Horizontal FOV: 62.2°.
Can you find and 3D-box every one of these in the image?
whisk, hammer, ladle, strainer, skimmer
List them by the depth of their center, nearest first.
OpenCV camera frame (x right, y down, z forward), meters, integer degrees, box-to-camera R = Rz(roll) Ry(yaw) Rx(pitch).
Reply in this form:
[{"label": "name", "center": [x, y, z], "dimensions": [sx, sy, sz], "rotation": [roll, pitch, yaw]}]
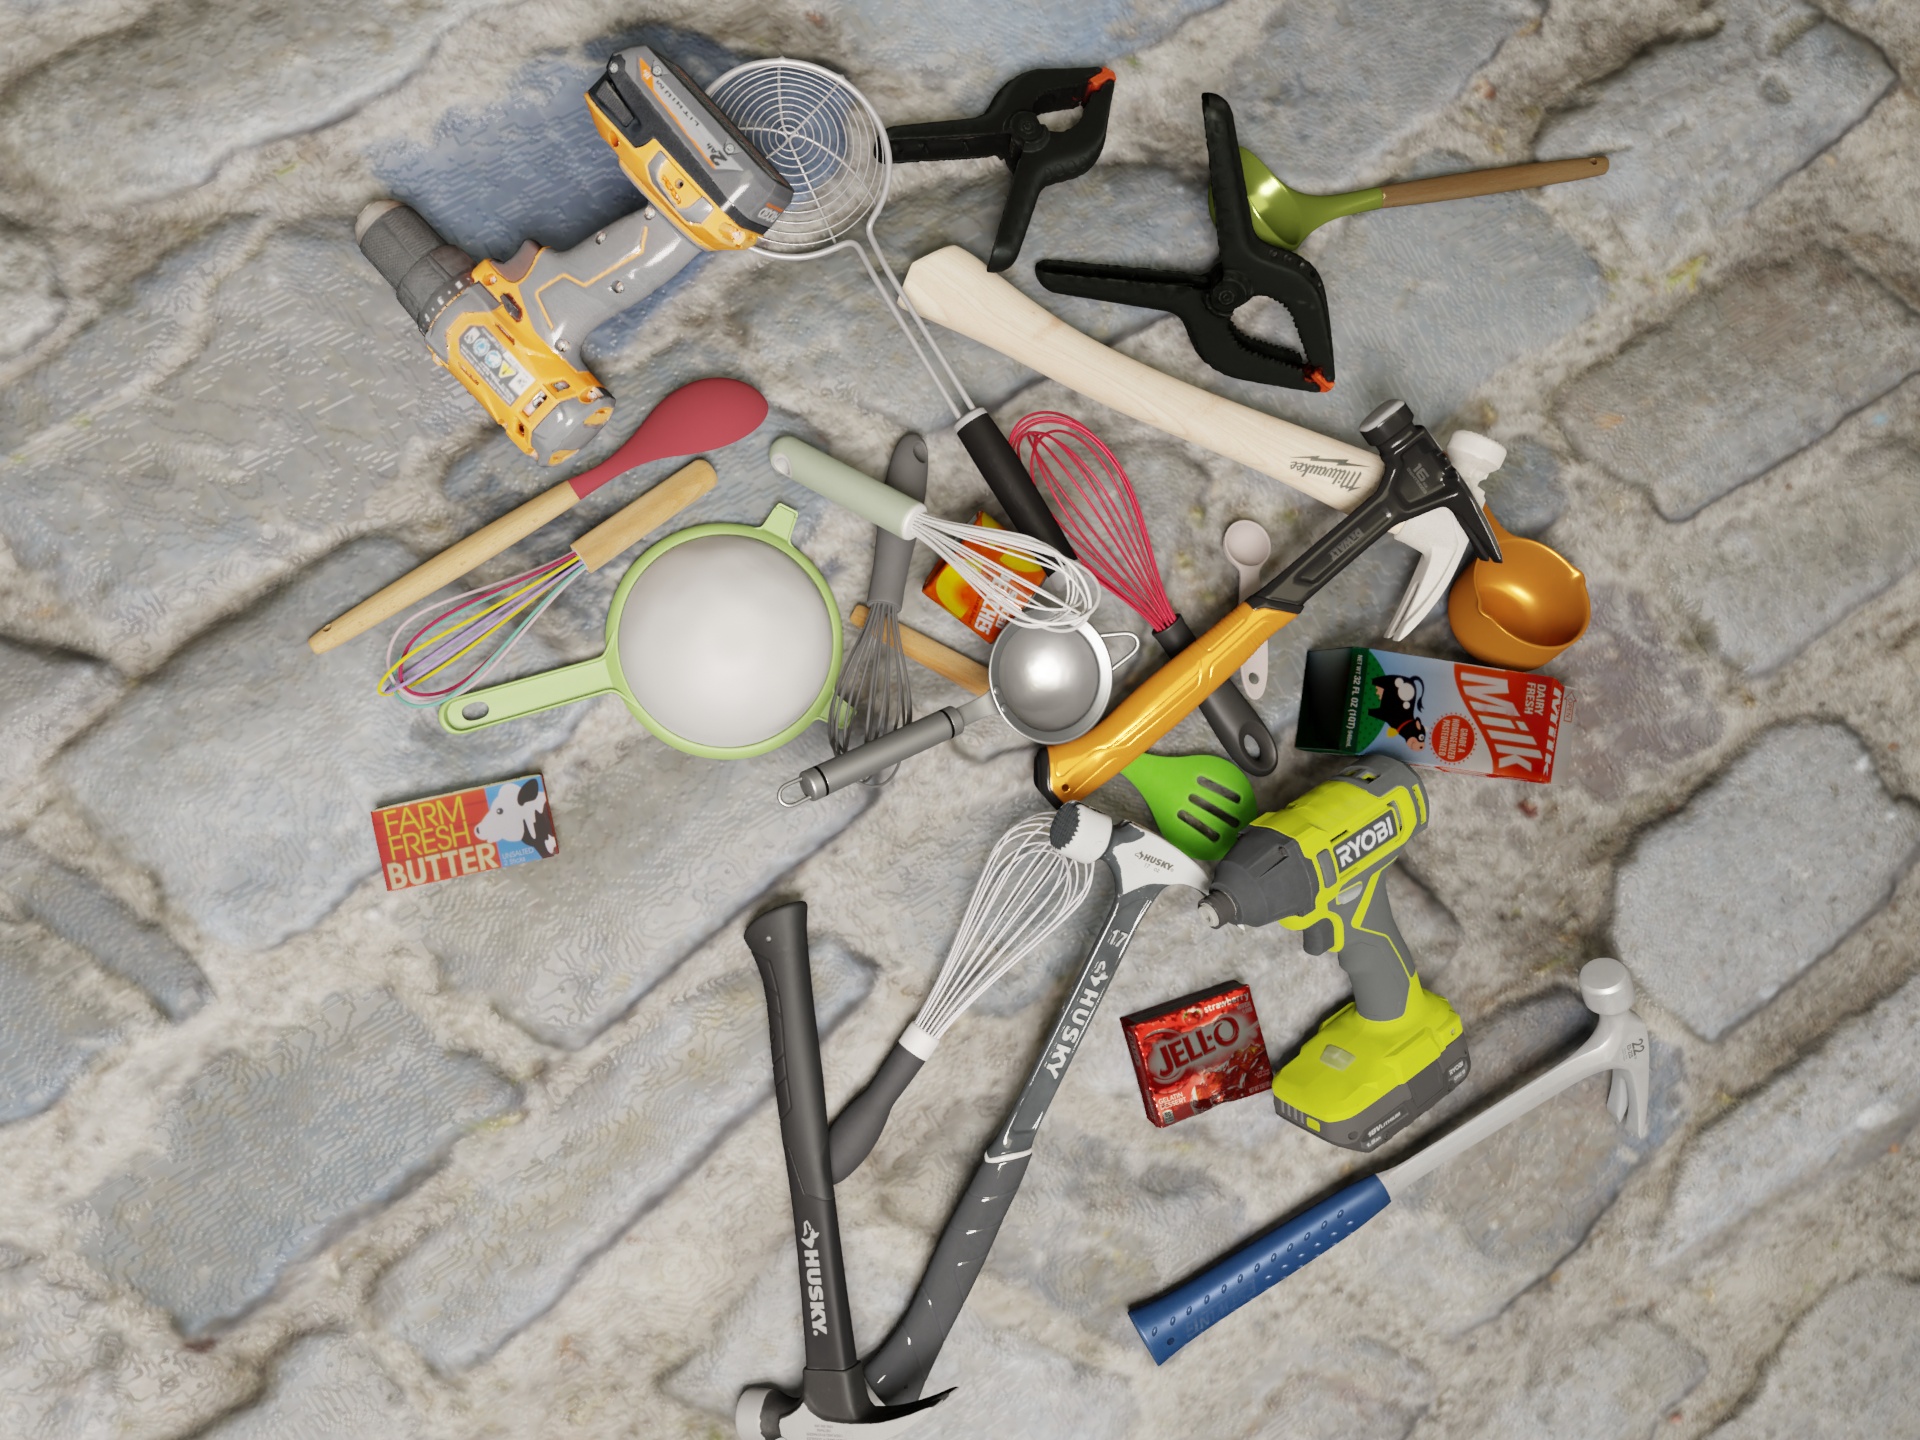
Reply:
[{"label": "strainer", "center": [-0.002, -0.003, 0.968], "dimensions": [0.258, 0.050, 0.087], "rotation": [-24, 97, -28]}, {"label": "whisk", "center": [-0.021, -0.119, 0.974], "dimensions": [0.246, 0.057, 0.059], "rotation": [30, 54, 23]}, {"label": "whisk", "center": [-0.250, -0.087, 0.974], "dimensions": [0.245, 0.047, 0.051], "rotation": [-38, 55, -15]}, {"label": "strainer", "center": [-0.193, -0.036, 0.976], "dimensions": [0.256, 0.069, 0.151], "rotation": [-17, 93, -13]}, {"label": "skimmer", "center": [-0.038, -0.235, 0.977], "dimensions": [0.127, 0.090, 0.363], "rotation": [-33, 86, 25]}, {"label": "ladle", "center": [-0.260, -0.128, 0.978], "dimensions": [0.315, 0.069, 0.031], "rotation": [-32, 138, -6]}, {"label": "hammer", "center": [-0.089, 0.280, 0.988], "dimensions": [0.146, 0.035, 0.335], "rotation": [-10, 84, 26]}, {"label": "whisk", "center": [-0.045, -0.073, 1.006], "dimensions": [0.055, 0.055, 0.239], "rotation": [12, 73, -12]}, {"label": "hammer", "center": [0.043, 0.257, 1.012], "dimensions": [0.149, 0.036, 0.409], "rotation": [23, 94, -26]}, {"label": "whisk", "center": [-0.009, 0.179, 1.024], "dimensions": [0.070, 0.070, 0.284], "rotation": [36, 88, -10]}, {"label": "hammer", "center": [0.188, -0.052, 1.026], "dimensions": [0.337, 0.034, 0.127], "rotation": [-40, 103, 1]}, {"label": "hammer", "center": [0.148, -0.195, 1.051], "dimensions": [0.410, 0.038, 0.146], "rotation": [23, 95, -5]}, {"label": "whisk", "center": [0.125, -0.079, 1.054], "dimensions": [0.073, 0.073, 0.295], "rotation": [-40, 104, -10]}, {"label": "hammer", "center": [0.298, 0.317, 1.082], "dimensions": [0.405, 0.035, 0.144], "rotation": [-30, 119, -6]}, {"label": "ladle", "center": [0.316, -0.372, 1.097], "dimensions": [0.320, 0.062, 0.078], "rotation": [-12, 73, -15]}]

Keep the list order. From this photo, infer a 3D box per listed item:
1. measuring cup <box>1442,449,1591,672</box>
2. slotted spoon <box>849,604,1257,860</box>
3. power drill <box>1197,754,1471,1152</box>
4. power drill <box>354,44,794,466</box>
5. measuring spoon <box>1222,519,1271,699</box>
[{"label": "measuring cup", "center": [0.363, -0.111, 1.112], "dimensions": [0.095, 0.052, 0.174], "rotation": [-19, 68, -23]}, {"label": "slotted spoon", "center": [0.066, 0.004, 1.054], "dimensions": [0.313, 0.031, 0.070], "rotation": [29, 87, -9]}, {"label": "power drill", "center": [0.241, 0.155, 1.023], "dimensions": [0.171, 0.080, 0.223], "rotation": [-28, 112, -24]}, {"label": "power drill", "center": [-0.234, -0.290, 0.940], "dimensions": [0.226, 0.084, 0.185], "rotation": [-43, 93, 14]}, {"label": "measuring spoon", "center": [0.194, -0.074, 1.077], "dimensions": [0.034, 0.018, 0.124], "rotation": [2, 79, -16]}]
